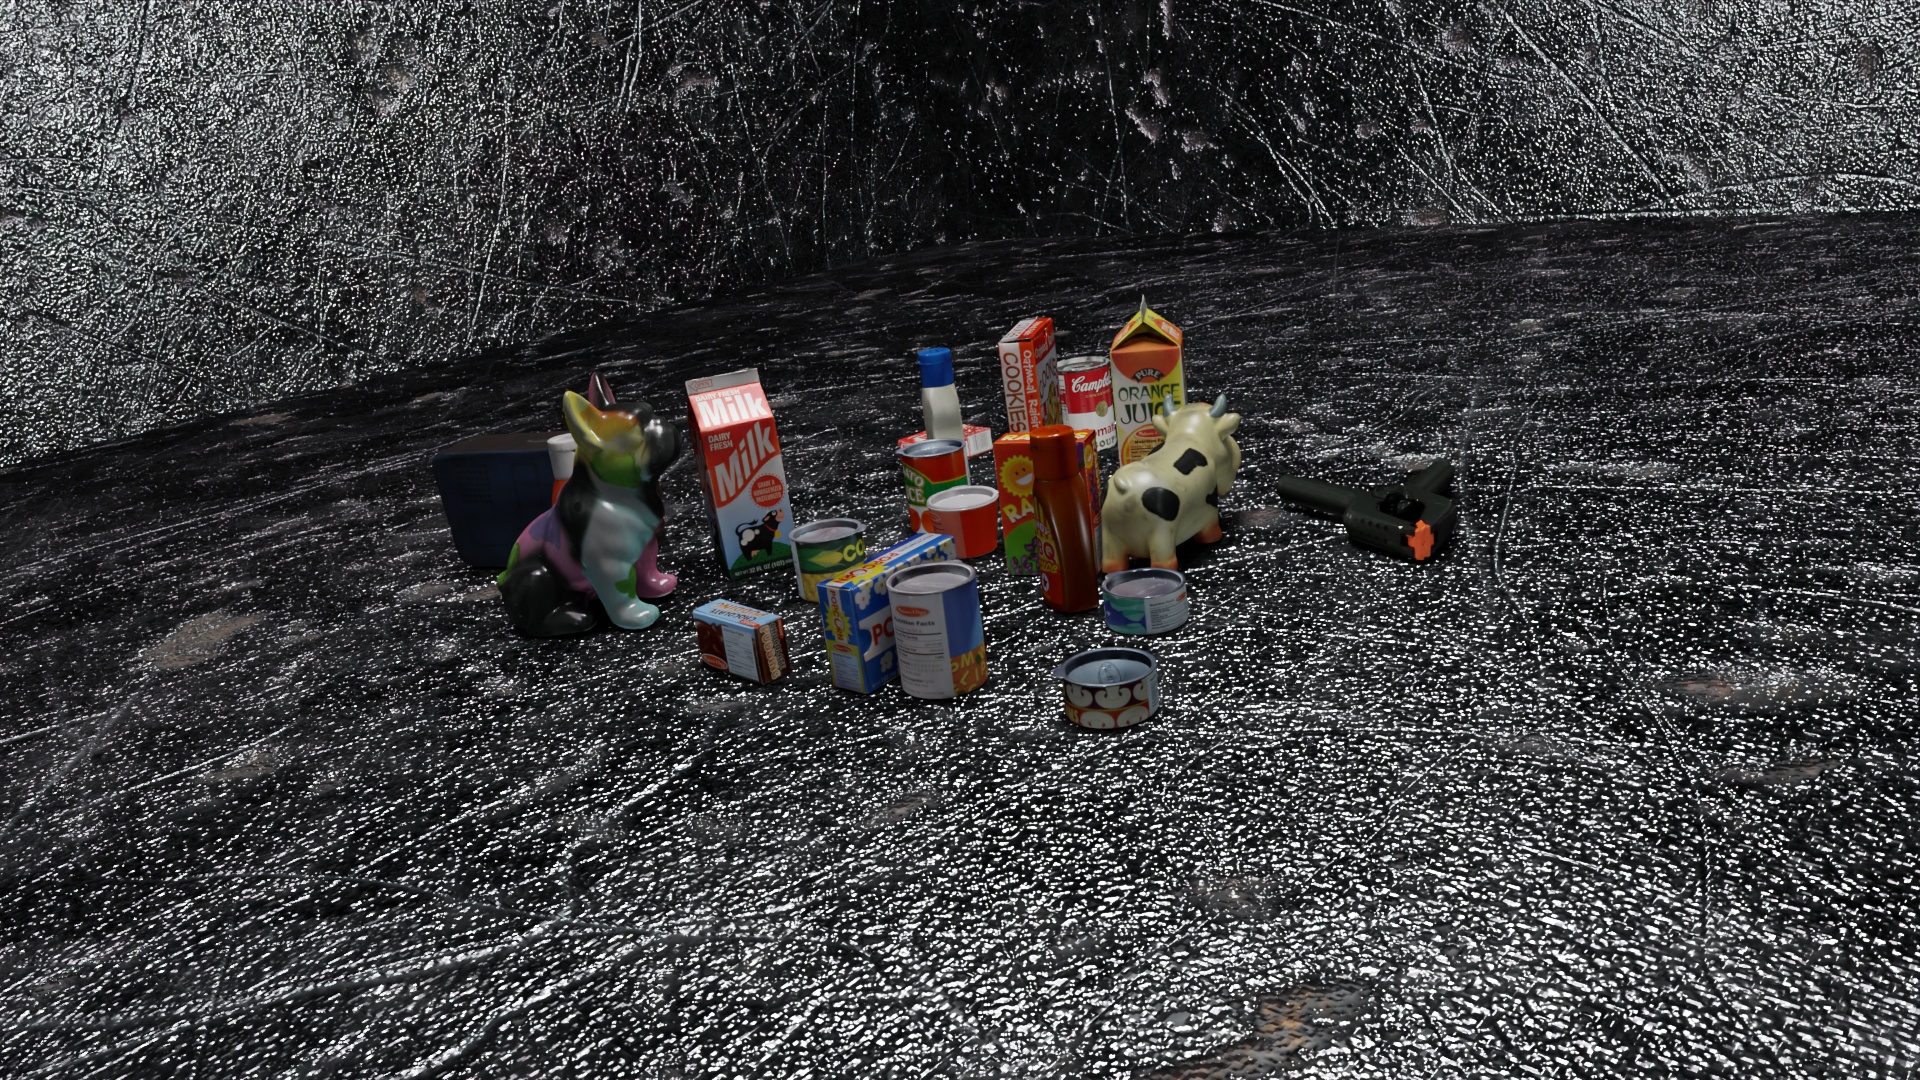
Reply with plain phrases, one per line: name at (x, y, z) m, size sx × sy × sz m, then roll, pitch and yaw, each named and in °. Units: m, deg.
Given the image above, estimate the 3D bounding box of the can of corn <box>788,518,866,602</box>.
can of corn at (-0.115, 0.017, 1.251) m, size 0.071 × 0.058 × 0.071 m, roll -7°, pitch 18°, yaw 2°

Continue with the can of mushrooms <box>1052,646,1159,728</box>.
can of mushrooms at (0.100, 0.100, 0.948) m, size 0.071 × 0.033 × 0.071 m, roll -7°, pitch 18°, yaw 2°

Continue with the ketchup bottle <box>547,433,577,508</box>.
ketchup bottle at (-0.369, -0.029, 1.350) m, size 0.043 × 0.148 × 0.065 m, roll 6°, pitch 22°, yaw 37°

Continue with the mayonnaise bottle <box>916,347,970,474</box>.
mayonnaise bottle at (-0.019, -0.138, 1.544) m, size 0.041 × 0.147 × 0.065 m, roll -11°, pitch 18°, yaw -11°

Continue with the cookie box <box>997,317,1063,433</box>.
cookie box at (0.081, -0.147, 1.498) m, size 0.040 × 0.166 × 0.123 m, roll -3°, pitch 18°, yaw 14°

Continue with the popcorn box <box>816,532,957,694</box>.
popcorn box at (-0.050, 0.053, 1.070) m, size 0.038 × 0.085 × 0.127 m, roll 6°, pitch 22°, yaw 38°

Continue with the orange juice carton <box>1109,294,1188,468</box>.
orange juice carton at (0.195, -0.150, 1.421) m, size 0.073 × 0.192 × 0.072 m, roll -4°, pitch 18°, yaw 12°

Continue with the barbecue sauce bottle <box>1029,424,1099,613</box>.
barbecue sauce bottle at (0.083, -0.019, 1.135) m, size 0.044 × 0.148 × 0.065 m, roll -12°, pitch 18°, yaw -14°

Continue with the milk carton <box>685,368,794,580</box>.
milk carton at (-0.212, -0.066, 1.334) m, size 0.072 × 0.190 × 0.073 m, roll -14°, pitch 18°, yaw -18°

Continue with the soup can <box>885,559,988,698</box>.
soup can at (-0.015, 0.065, 1.023) m, size 0.071 × 0.083 × 0.071 m, roll -7°, pitch 18°, yaw 2°

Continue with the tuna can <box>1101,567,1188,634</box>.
tuna can at (0.144, 0.047, 1.094) m, size 0.071 × 0.032 × 0.071 m, roll -7°, pitch 18°, yaw 2°

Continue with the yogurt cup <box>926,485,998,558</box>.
yogurt cup at (0.005, -0.016, 1.313) m, size 0.072 × 0.053 × 0.072 m, roll -7°, pitch 18°, yaw 2°

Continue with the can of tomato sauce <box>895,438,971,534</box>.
can of tomato sauce at (-0.024, -0.054, 1.393) m, size 0.071 × 0.082 × 0.071 m, roll -7°, pitch 18°, yaw 2°

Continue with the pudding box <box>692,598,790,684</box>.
pudding box at (-0.174, 0.079, 1.099) m, size 0.083 × 0.049 × 0.030 m, roll 10°, pitch 25°, yaw 44°

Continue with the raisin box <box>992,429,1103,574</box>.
raisin box at (0.080, -0.033, 1.219) m, size 0.086 × 0.123 × 0.040 m, roll 0°, pitch 19°, yaw 23°
